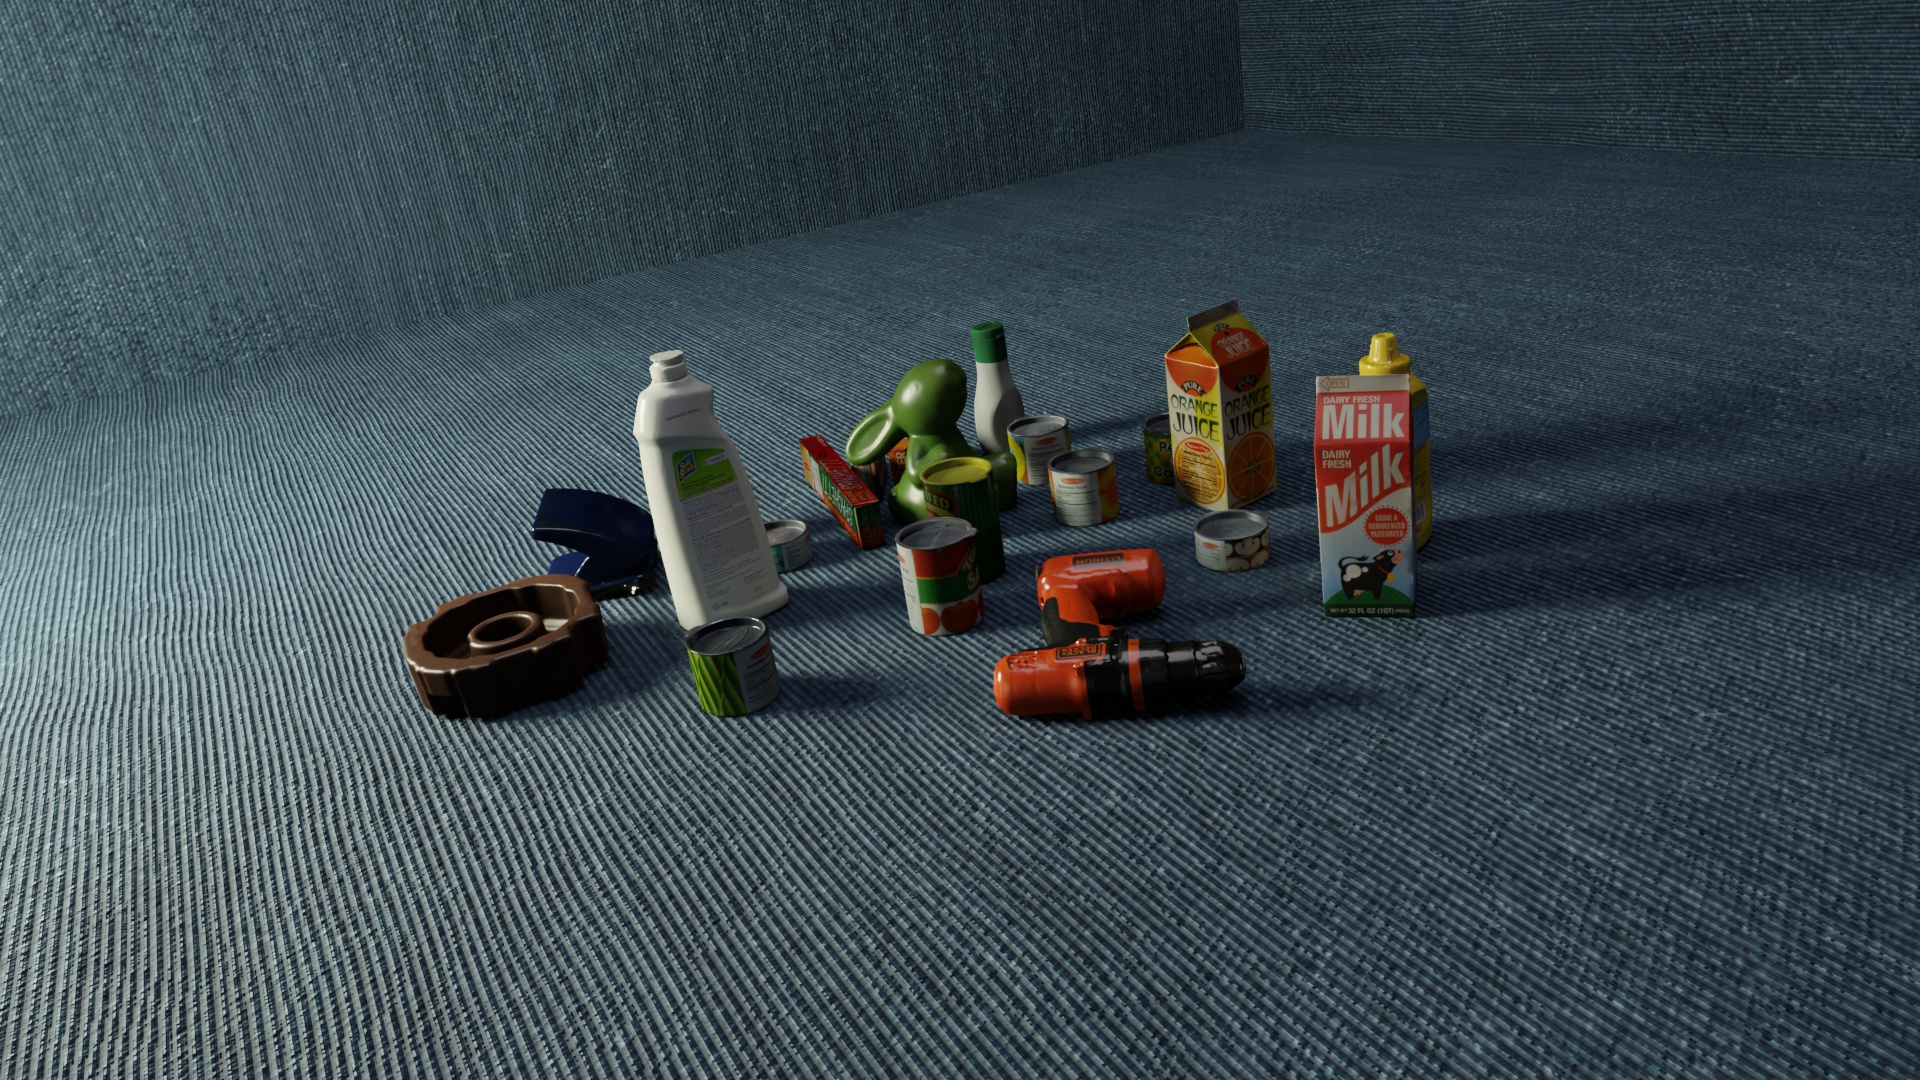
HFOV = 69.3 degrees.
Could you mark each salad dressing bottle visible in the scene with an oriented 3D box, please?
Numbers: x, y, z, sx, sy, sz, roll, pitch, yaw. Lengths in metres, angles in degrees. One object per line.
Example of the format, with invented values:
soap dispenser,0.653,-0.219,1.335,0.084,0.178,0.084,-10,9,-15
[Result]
salad dressing bottle,0.040,-0.169,1.556,0.044,0.147,0.064,12,30,40

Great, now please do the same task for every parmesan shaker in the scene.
parmesan shaker,0.005,-0.016,1.264,0.071,0.102,0.071,-7,22,3

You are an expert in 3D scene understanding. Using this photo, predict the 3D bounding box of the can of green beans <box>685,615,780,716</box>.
can of green beans,-0.181,0.100,1.113,0.071,0.057,0.071,-7,23,3

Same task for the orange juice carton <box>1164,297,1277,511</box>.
orange juice carton,0.249,-0.131,1.334,0.072,0.191,0.073,-23,26,-31

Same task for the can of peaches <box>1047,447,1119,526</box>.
can of peaches,0.122,-0.053,1.368,0.071,0.057,0.071,-7,23,3

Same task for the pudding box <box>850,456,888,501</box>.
pudding box,-0.099,-0.078,1.514,0.030,0.049,0.084,-7,23,4

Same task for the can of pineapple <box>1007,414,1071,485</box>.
can of pineapple,0.086,-0.098,1.487,0.071,0.057,0.071,-7,23,3

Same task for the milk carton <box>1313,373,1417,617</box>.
milk carton,0.321,-0.040,1.096,0.072,0.189,0.074,0,24,20

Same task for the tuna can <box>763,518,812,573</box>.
tuna can,-0.182,0.006,1.368,0.071,0.032,0.071,-7,23,3

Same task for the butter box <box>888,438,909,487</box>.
butter box,-0.050,-0.096,1.536,0.024,0.053,0.104,-1,24,19

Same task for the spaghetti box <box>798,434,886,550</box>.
spaghetti box,-0.128,-0.055,1.470,0.029,0.050,0.251,-15,24,-15

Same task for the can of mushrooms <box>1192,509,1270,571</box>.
can of mushrooms,0.243,-0.001,1.234,0.071,0.033,0.071,-7,23,3

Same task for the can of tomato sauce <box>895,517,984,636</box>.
can of tomato sauce,-0.015,0.031,1.187,0.071,0.082,0.071,-7,23,3

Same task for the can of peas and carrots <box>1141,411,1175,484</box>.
can of peas and carrots,0.223,-0.095,1.431,0.071,0.058,0.071,-7,23,3
